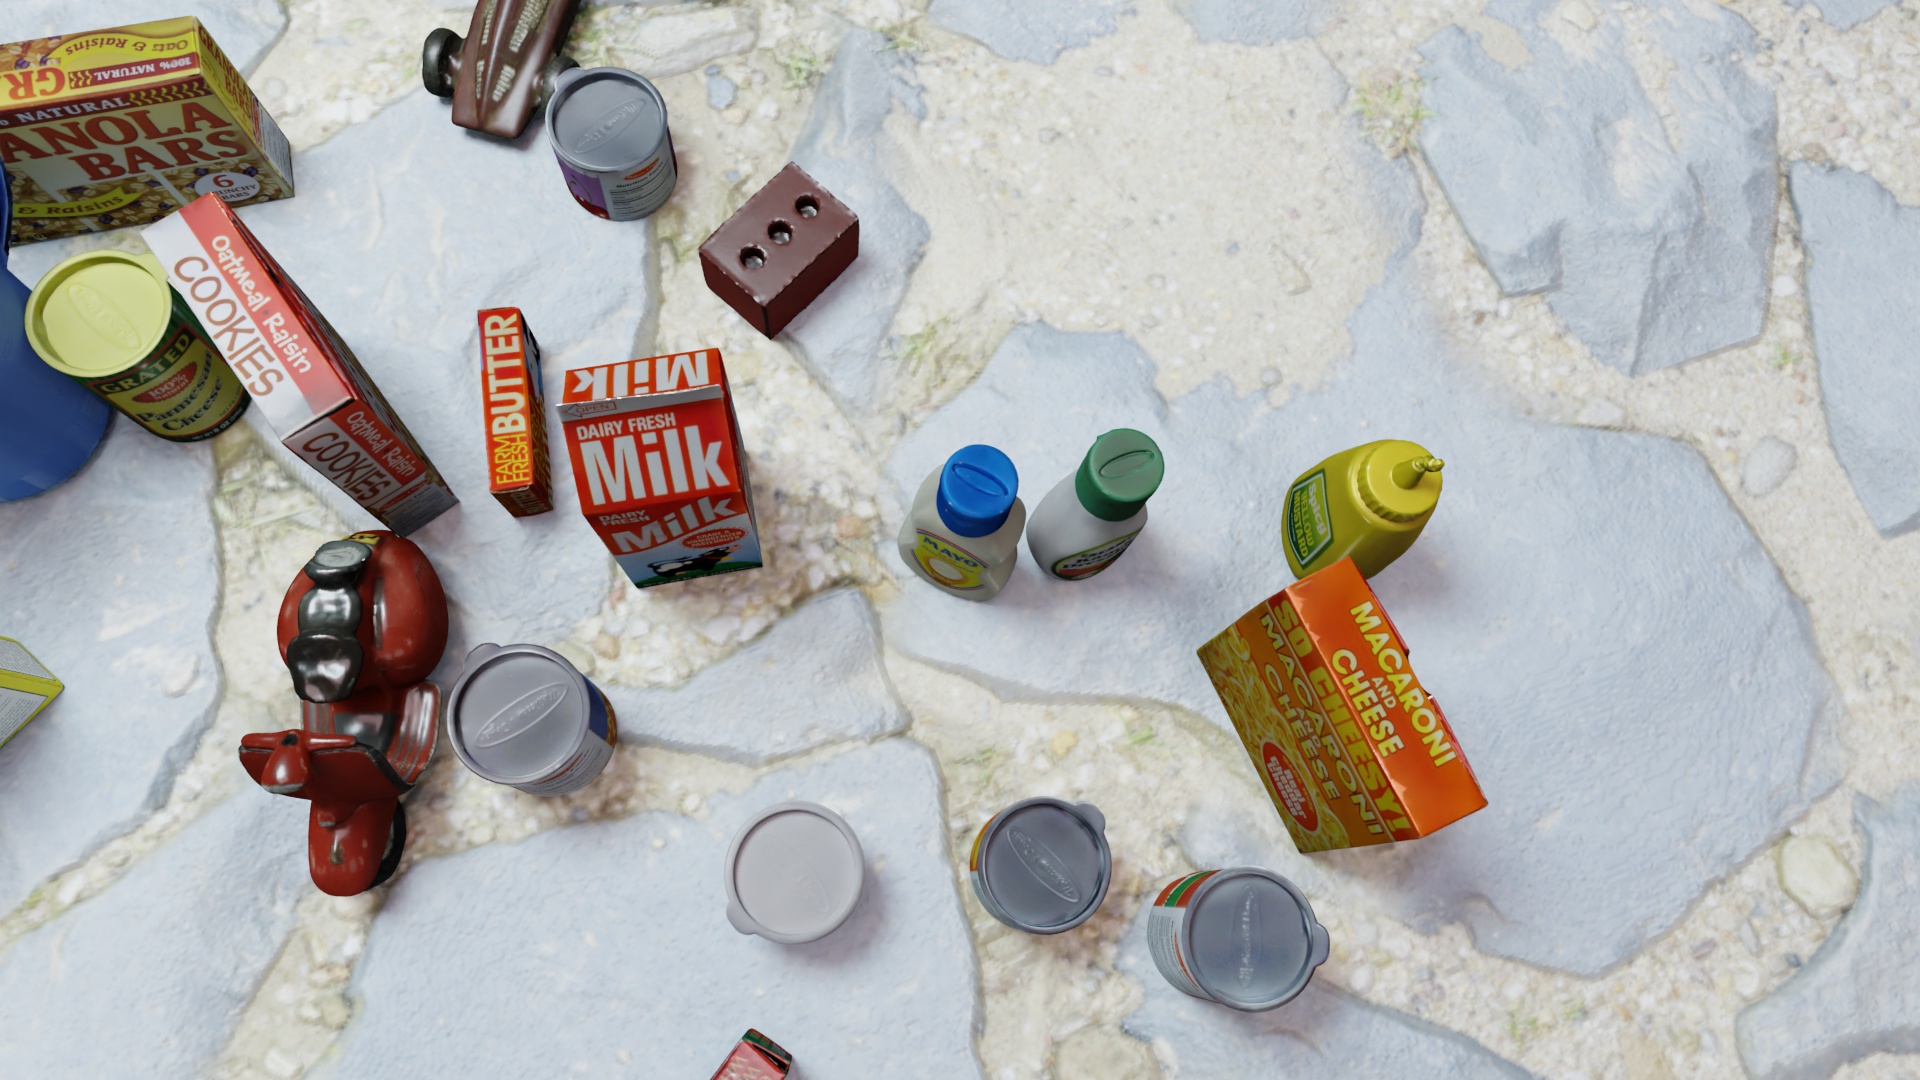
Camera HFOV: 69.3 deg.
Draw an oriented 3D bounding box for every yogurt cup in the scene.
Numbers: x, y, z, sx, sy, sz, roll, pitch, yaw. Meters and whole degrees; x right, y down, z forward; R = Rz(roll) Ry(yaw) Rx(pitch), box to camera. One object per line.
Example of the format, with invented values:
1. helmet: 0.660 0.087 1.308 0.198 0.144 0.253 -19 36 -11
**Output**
1. yogurt cup: -0.082 0.166 0.694 0.072 0.053 0.072 1 75 -4

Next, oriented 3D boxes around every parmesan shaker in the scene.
1. parmesan shaker: -0.414 -0.098 0.713 0.071 0.103 0.071 1 75 -4

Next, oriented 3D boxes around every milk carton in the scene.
1. milk carton: -0.142 -0.037 0.674 0.072 0.190 0.073 -9 76 -7

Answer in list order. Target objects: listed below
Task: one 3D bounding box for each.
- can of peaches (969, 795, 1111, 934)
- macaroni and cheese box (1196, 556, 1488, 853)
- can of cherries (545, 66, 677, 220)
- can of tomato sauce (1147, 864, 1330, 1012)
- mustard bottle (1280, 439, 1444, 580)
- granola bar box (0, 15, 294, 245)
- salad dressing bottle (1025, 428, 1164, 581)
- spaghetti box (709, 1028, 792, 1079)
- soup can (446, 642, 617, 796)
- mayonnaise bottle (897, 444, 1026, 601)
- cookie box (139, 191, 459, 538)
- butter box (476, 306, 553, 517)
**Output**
1. can of peaches: 0.041 0.163 0.704 0.071 0.058 0.071 1 75 -4
2. macaroni and cheese box: 0.179 0.086 0.680 0.040 0.166 0.124 -24 78 -10
3. can of cherries: -0.198 -0.226 0.790 0.071 0.058 0.071 1 75 -4
4. can of tomato sauce: 0.135 0.196 0.690 0.071 0.083 0.071 1 75 -4
5. mustard bottle: 0.209 -0.020 0.715 0.049 0.159 0.065 -3 76 -6
6. granola bar box: -0.458 -0.211 0.729 0.166 0.124 0.039 -13 77 -8
7. salad dressing bottle: 0.070 -0.017 0.709 0.064 0.147 0.044 -20 78 -10
8. spaghetti box: -0.165 0.339 0.642 0.029 0.050 0.251 37 75 5
9. soup can: -0.211 0.089 0.689 0.071 0.083 0.071 1 75 -4
10. mayonnaise bottle: 0.003 -0.009 0.701 0.065 0.147 0.041 27 75 3
11. cookie box: -0.316 -0.079 0.683 0.040 0.167 0.123 -36 81 -12
12. butter box: -0.239 -0.068 0.746 0.024 0.053 0.103 -7 76 -7
